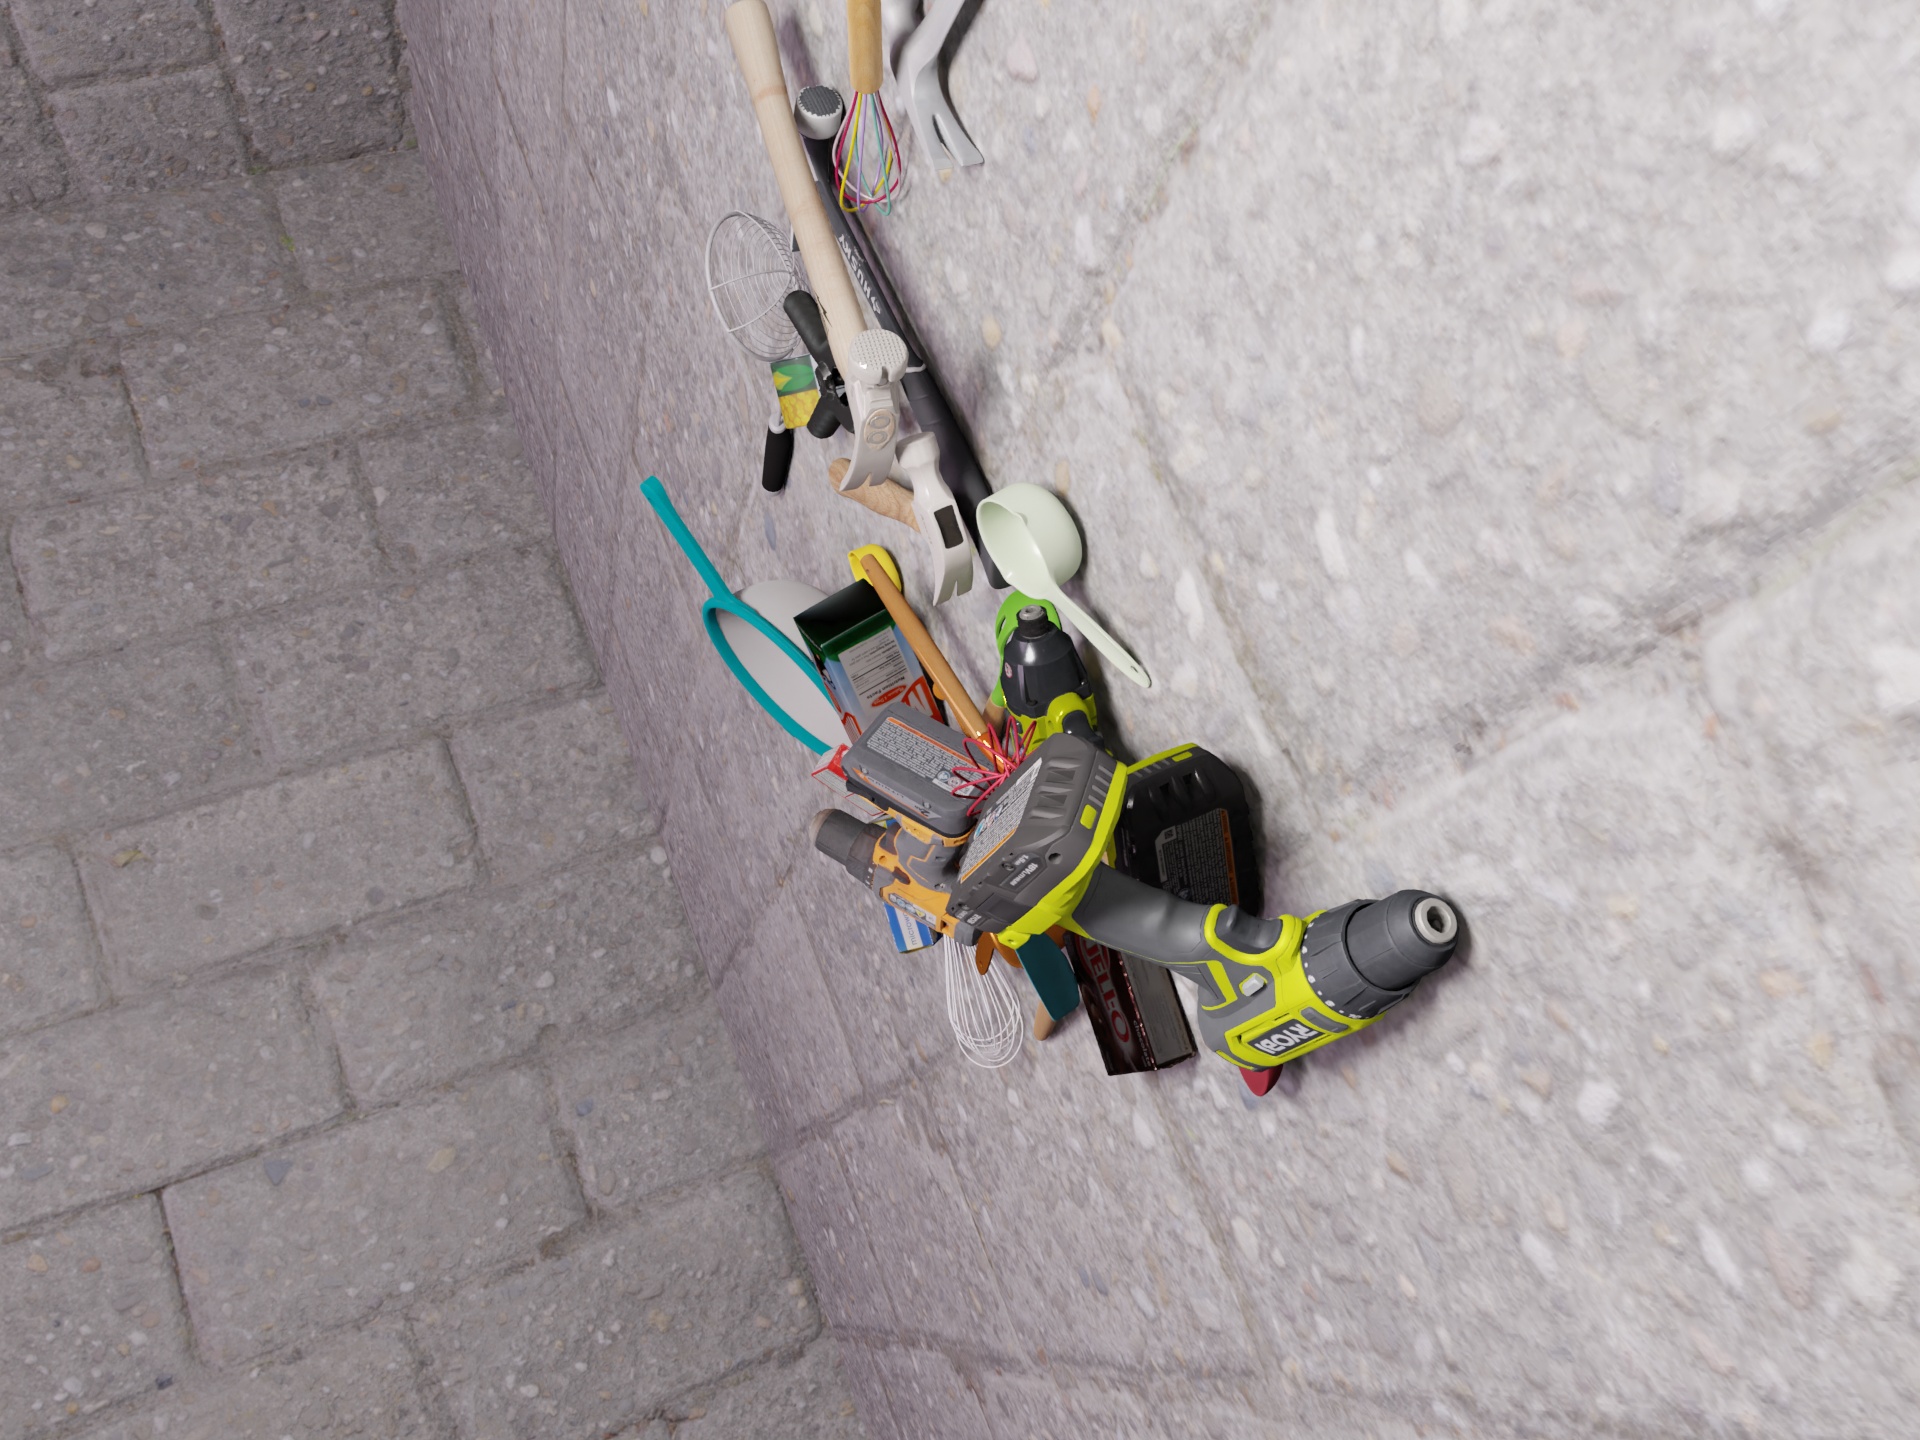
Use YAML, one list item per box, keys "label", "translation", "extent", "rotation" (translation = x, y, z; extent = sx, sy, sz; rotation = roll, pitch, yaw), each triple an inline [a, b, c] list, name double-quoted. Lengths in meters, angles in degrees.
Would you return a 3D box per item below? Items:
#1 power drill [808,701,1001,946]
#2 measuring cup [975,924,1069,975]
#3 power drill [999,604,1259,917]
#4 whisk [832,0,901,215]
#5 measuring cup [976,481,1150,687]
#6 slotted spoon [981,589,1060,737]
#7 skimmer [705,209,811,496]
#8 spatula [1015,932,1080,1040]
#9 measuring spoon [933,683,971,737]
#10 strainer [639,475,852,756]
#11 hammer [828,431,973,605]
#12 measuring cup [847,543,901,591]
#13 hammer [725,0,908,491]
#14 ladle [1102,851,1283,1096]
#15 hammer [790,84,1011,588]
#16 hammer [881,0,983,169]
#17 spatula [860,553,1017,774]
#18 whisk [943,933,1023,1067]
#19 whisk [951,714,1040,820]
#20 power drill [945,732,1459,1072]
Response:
- label: "power drill"
  translation: [-0.051, 0.084, 1.338]
  extent: [0.185, 0.084, 0.226]
  rotation: [28, 147, 18]
- label: "measuring cup"
  translation: [0.047, 0.166, 1.295]
  extent: [0.173, 0.052, 0.095]
  rotation: [106, 142, -60]
- label: "power drill"
  translation: [0.093, 0.035, 1.011]
  extent: [0.223, 0.080, 0.171]
  rotation: [48, 156, 54]
- label: "whisk"
  translation: [-0.063, -0.408, 1.054]
  extent: [0.245, 0.047, 0.051]
  rotation: [99, 153, -76]
- label: "measuring cup"
  translation: [0.077, -0.090, 1.040]
  extent: [0.168, 0.038, 0.083]
  rotation: [48, 160, 16]
- label: "slotted spoon"
  translation: [0.027, -0.003, 1.245]
  extent: [0.070, 0.031, 0.313]
  rotation: [61, 159, 21]
- label: "skimmer"
  translation: [-0.195, -0.320, 1.483]
  extent: [0.363, 0.090, 0.127]
  rotation: [112, 169, -64]
- label: "spatula"
  translation: [0.061, 0.217, 1.230]
  extent: [0.082, 0.044, 0.317]
  rotation: [62, 170, 19]
- label: "measuring spoon"
  translation: [-0.007, -0.010, 1.318]
  extent: [0.117, 0.011, 0.021]
  rotation: [-123, 29, -66]
- label: "strainer"
  translation: [-0.171, -0.108, 1.482]
  extent: [0.211, 0.095, 0.340]
  rotation: [18, 146, 54]
- label: "hammer"
  translation: [-0.055, -0.174, 1.262]
  extent: [0.331, 0.031, 0.130]
  rotation: [-140, 29, -68]
- label: "measuring cup"
  translation: [-0.072, -0.106, 1.441]
  extent: [0.062, 0.029, 0.156]
  rotation: [58, 168, 23]
- label: "hammer"
  translation: [-0.113, -0.362, 1.154]
  extent: [0.146, 0.038, 0.411]
  rotation: [106, 150, -60]
- label: "ladle"
  translation: [0.133, 0.128, 1.071]
  extent: [0.316, 0.031, 0.069]
  rotation: [-127, 30, -47]
- label: "hammer"
  translation: [-0.046, -0.277, 1.203]
  extent: [0.149, 0.036, 0.409]
  rotation: [114, 135, -63]
- label: "hammer"
  translation: [0.030, -0.446, 0.856]
  extent: [0.405, 0.035, 0.144]
  rotation: [154, 98, -70]
- label: "spatula"
  translation: [-0.002, -0.004, 1.218]
  extent: [0.323, 0.041, 0.081]
  rotation: [57, 144, 22]
- label: "whisk"
  translation: [-0.004, 0.174, 1.442]
  extent: [0.070, 0.070, 0.285]
  rotation: [128, 128, -67]
- label: "whisk"
  translation: [0.028, 0.048, 1.027]
  extent: [0.295, 0.073, 0.073]
  rotation: [98, 152, -81]
- label: "power drill"
  translation: [0.125, 0.099, 0.832]
  extent: [0.190, 0.228, 0.080]
  rotation: [-49, 16, 57]
